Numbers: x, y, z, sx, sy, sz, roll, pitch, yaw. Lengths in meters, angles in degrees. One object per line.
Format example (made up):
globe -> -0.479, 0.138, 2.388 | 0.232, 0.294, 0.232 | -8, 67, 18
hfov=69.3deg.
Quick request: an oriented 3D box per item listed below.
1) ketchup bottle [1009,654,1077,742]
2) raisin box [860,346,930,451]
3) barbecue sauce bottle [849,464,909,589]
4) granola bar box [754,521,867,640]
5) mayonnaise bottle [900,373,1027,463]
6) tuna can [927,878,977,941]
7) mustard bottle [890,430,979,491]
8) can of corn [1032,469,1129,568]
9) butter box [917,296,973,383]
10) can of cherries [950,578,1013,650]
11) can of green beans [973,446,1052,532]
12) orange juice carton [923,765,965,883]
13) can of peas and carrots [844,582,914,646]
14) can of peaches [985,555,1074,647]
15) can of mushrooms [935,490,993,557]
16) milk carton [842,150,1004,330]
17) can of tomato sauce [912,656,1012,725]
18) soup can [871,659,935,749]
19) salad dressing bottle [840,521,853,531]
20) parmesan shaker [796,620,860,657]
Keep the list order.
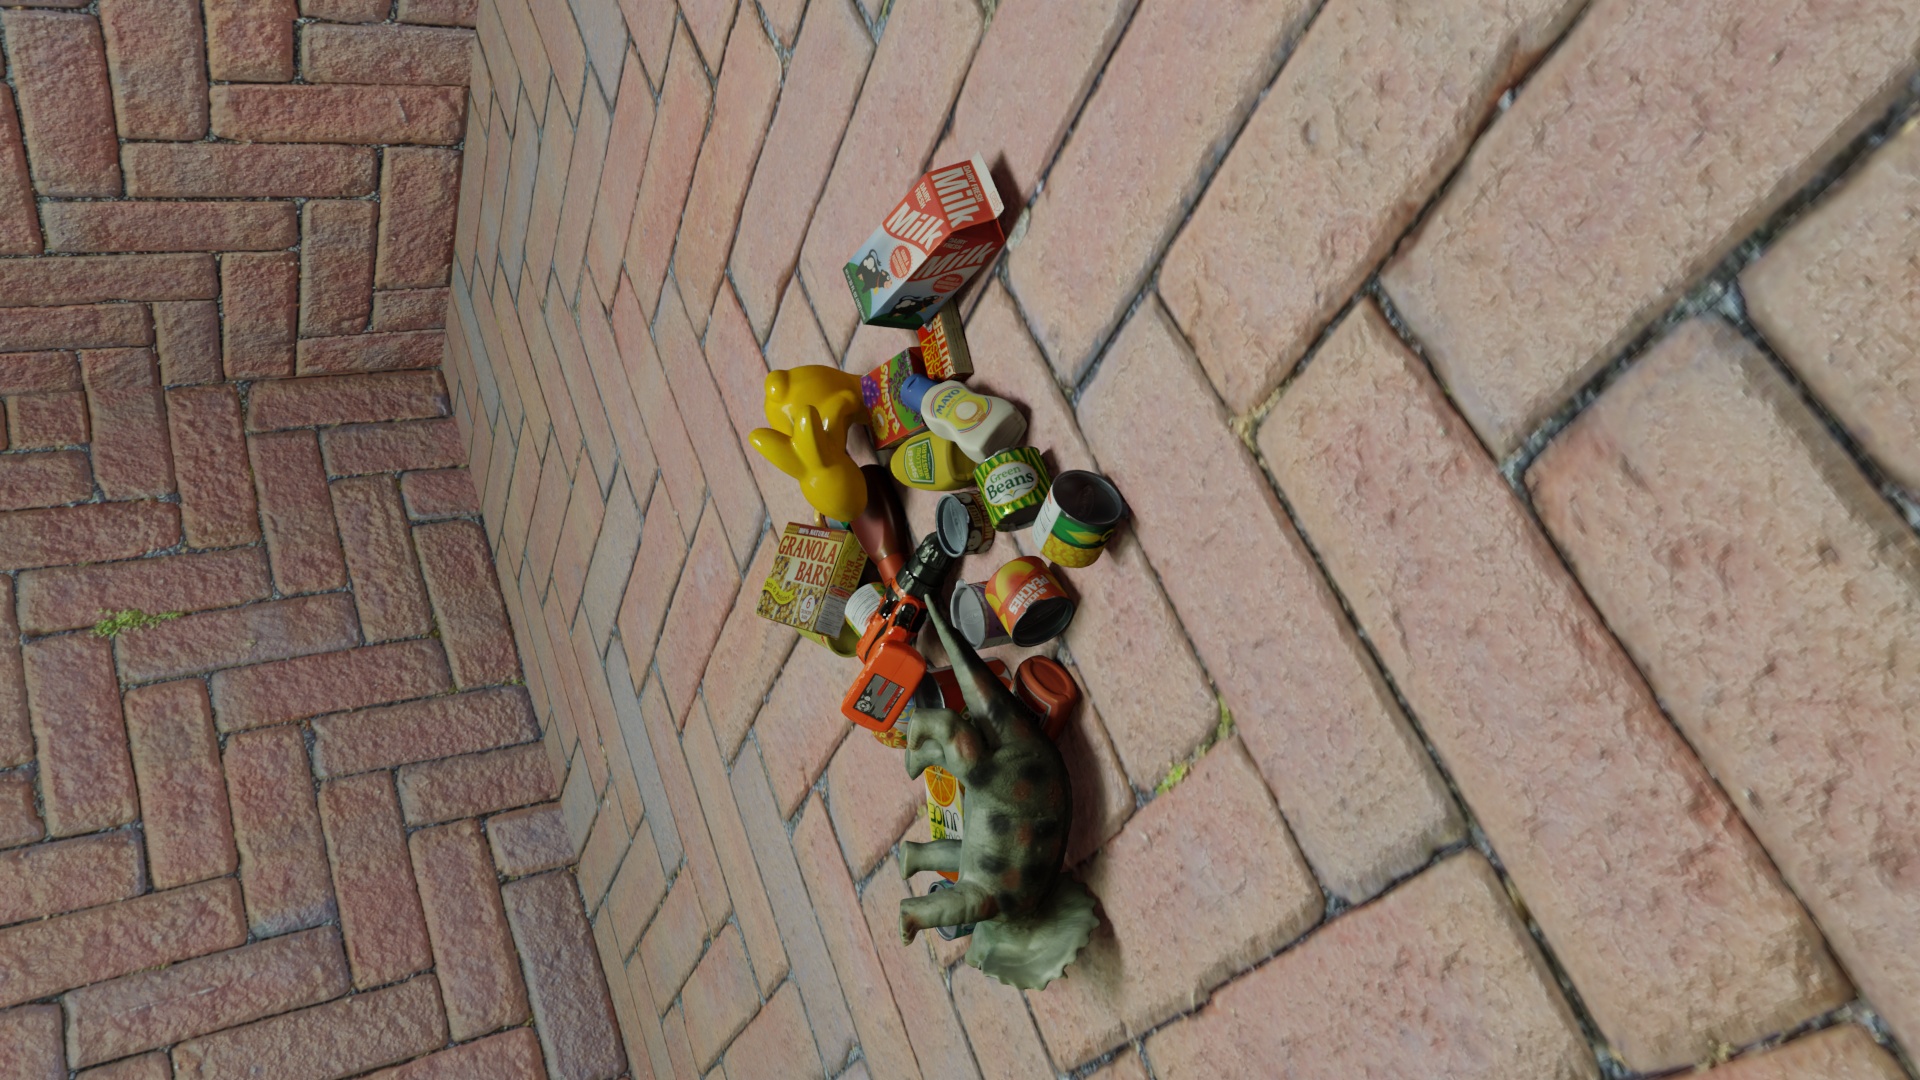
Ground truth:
ketchup bottle -> 0.066, 0.181, 1.346 | 0.065, 0.044, 0.148 | 46, 137, 29
raisin box -> -0.059, -0.150, 1.484 | 0.123, 0.040, 0.086 | -18, 82, 61
barbecue sauce bottle -> -0.089, -0.010, 1.567 | 0.064, 0.044, 0.149 | -39, 63, 36
granola bar box -> -0.178, 0.045, 1.656 | 0.165, 0.039, 0.124 | 8, 76, 58
mayonnaise bottle -> -0.003, -0.124, 1.355 | 0.148, 0.065, 0.041 | 32, 168, 44
tuna can -> -0.006, 0.408, 1.543 | 0.071, 0.033, 0.071 | 24, 118, 56
mustard bottle -> -0.034, -0.081, 1.448 | 0.160, 0.049, 0.065 | -5, 91, 60
can of corn -> 0.104, -0.017, 1.209 | 0.071, 0.071, 0.058 | 61, 145, 32
butter box -> -0.020, -0.208, 1.414 | 0.053, 0.024, 0.103 | -28, 73, 58
can of cherries -> 0.031, 0.069, 1.363 | 0.071, 0.058, 0.071 | 26, 120, 57
can of green beans -> 0.052, -0.047, 1.288 | 0.071, 0.071, 0.058 | -47, 58, 54
orange juice carton -> 0.015, 0.288, 1.434 | 0.072, 0.073, 0.192 | 2, 99, 60
can of peas and carrots -> -0.088, 0.090, 1.574 | 0.059, 0.071, 0.070 | 46, 135, 47
can of peaches -> 0.063, 0.055, 1.293 | 0.058, 0.071, 0.070 | 57, 143, 37
can of mushrooms -> 0.005, -0.018, 1.412 | 0.071, 0.033, 0.071 | 23, 117, 57
milk carton -> -0.026, -0.286, 1.334 | 0.189, 0.073, 0.072 | -40, 63, 41
can of tomato sauce -> 0.004, 0.159, 1.410 | 0.071, 0.083, 0.071 | 24, 118, 56
soup can -> -0.061, 0.182, 1.548 | 0.071, 0.071, 0.083 | 47, 136, 45
salad dressing bottle -> -0.156, -0.077, 1.655 | 0.148, 0.064, 0.043 | 56, 133, 23
parmesan shaker -> -0.155, 0.096, 1.688 | 0.103, 0.071, 0.071 | 18, 113, 58
